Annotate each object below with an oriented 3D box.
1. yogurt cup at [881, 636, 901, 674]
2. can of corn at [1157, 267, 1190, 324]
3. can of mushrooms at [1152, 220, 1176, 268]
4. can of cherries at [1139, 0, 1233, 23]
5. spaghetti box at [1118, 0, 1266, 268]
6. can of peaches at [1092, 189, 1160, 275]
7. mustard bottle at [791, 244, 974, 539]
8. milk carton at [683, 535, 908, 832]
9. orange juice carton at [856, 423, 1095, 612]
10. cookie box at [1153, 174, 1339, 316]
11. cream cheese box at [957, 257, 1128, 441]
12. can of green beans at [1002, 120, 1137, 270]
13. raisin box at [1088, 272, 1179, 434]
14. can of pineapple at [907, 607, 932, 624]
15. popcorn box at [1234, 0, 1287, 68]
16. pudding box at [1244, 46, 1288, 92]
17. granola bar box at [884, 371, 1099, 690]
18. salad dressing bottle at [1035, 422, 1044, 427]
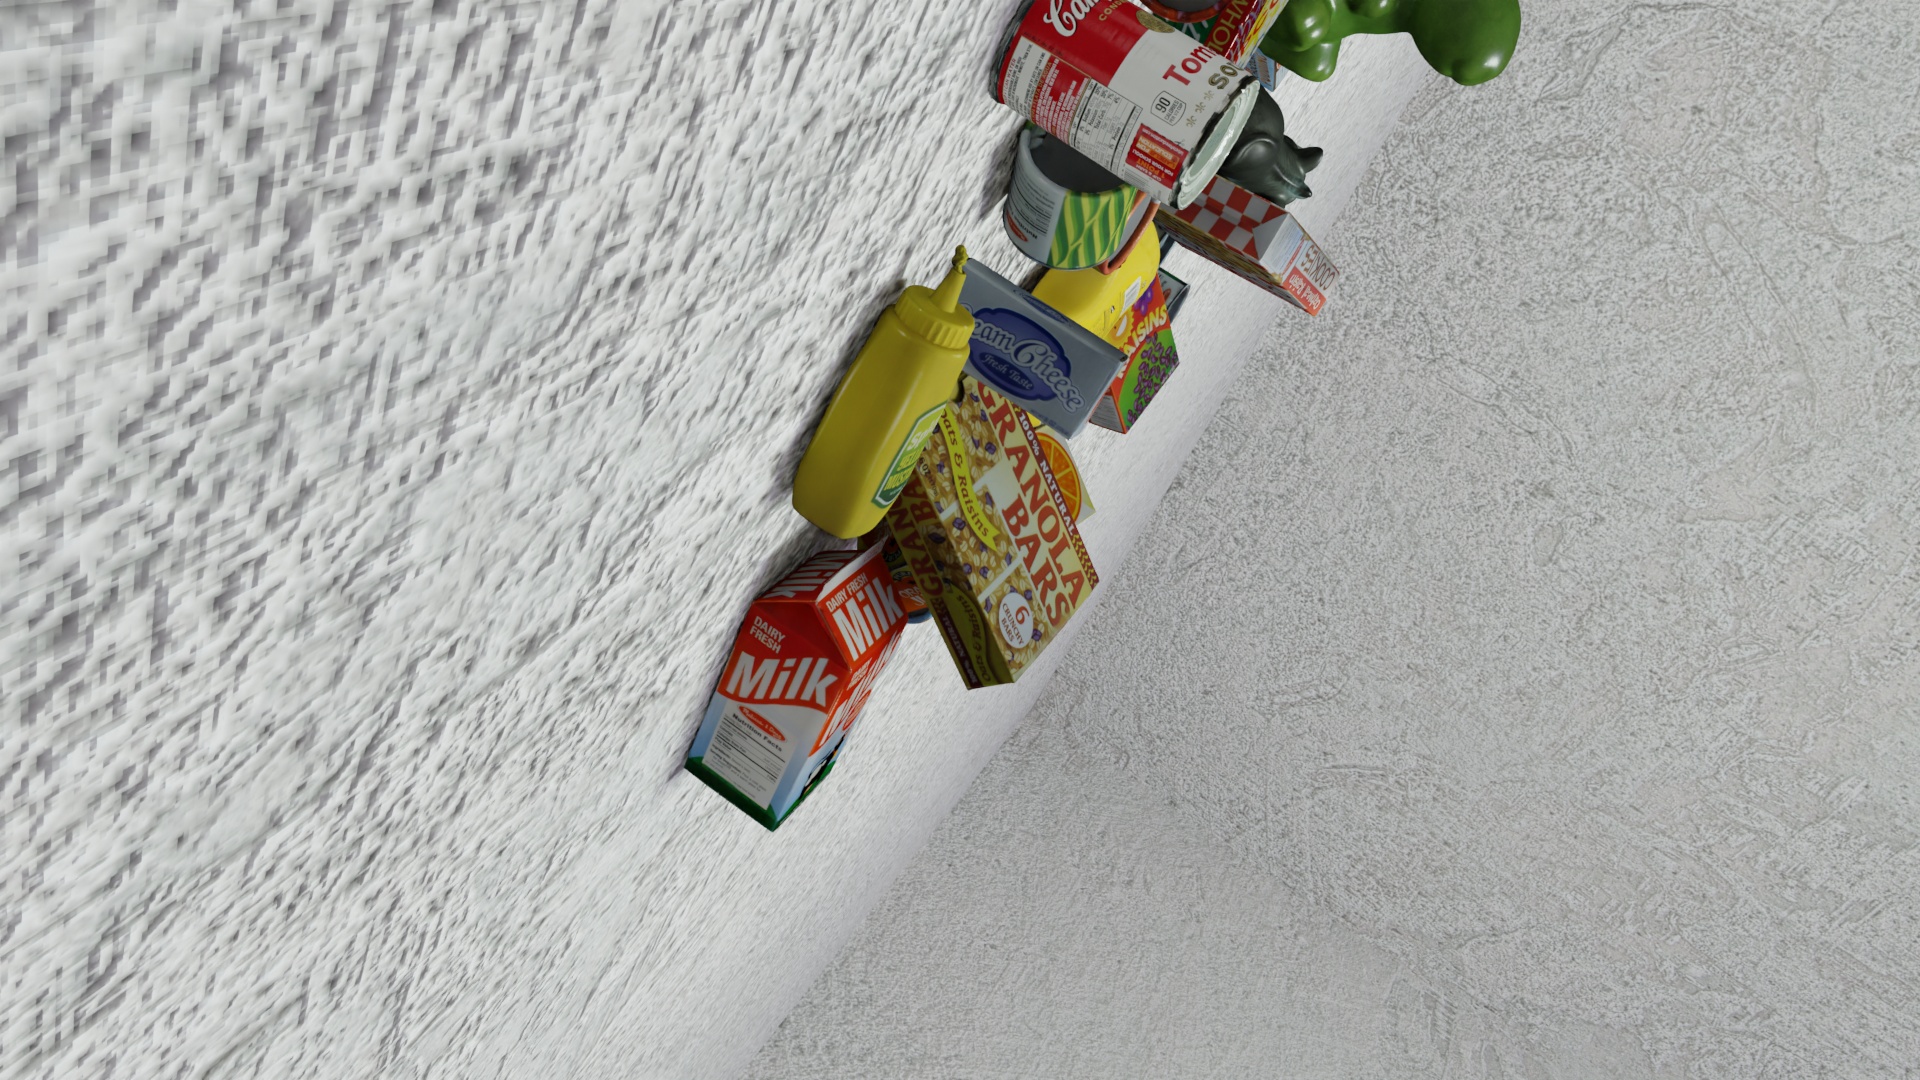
[{"bbox_3d":[-0.077,0.073,0.959,0.072,0.054,0.072,-54,171,-13],"label":"yogurt cup"},{"bbox_3d":[0.146,-0.195,1.140,0.071,0.058,0.071,-54,170,-13],"label":"can of corn"},{"bbox_3d":[0.146,-0.237,1.080,0.071,0.033,0.071,-53,170,-13],"label":"can of mushrooms"},{"bbox_3d":[0.118,-0.287,0.659,0.059,0.071,0.071,-48,168,-37],"label":"can of cherries"},{"bbox_3d":[0.127,-0.275,0.807,0.248,0.050,0.029,-62,170,31],"label":"spaghetti box"},{"bbox_3d":[0.077,-0.194,0.806,0.071,0.058,0.071,-54,170,-14],"label":"can of peaches"},{"bbox_3d":[-0.032,-0.076,0.697,0.159,0.049,0.065,-60,171,27],"label":"mustard bottle"},{"bbox_3d":[-0.094,0.079,0.837,0.073,0.073,0.189,-42,163,-53],"label":"milk carton"},{"bbox_3d":[0.003,-0.011,0.906,0.071,0.073,0.193,-18,-171,39],"label":"orange juice carton"},{"bbox_3d":[0.190,-0.218,0.974,0.040,0.123,0.167,-59,155,10],"label":"cookie box"},{"bbox_3d":[0.033,-0.104,0.755,0.053,0.104,0.024,-59,174,24],"label":"cream cheese box"},{"bbox_3d":[0.059,-0.185,0.724,0.071,0.071,0.057,-51,169,-26],"label":"can of green beans"},{"bbox_3d":[0.120,-0.154,1.056,0.086,0.040,0.123,-51,141,-23],"label":"raisin box"},{"bbox_3d":[-0.029,0.018,0.970,0.058,0.071,0.070,-44,165,-47],"label":"can of pineapple"},{"bbox_3d":[0.173,-0.335,0.865,0.126,0.038,0.085,-57,170,8],"label":"popcorn box"},{"bbox_3d":[0.244,-0.385,1.069,0.049,0.030,0.084,-56,170,6],"label":"pudding box"},{"bbox_3d":[0.014,-0.015,0.823,0.039,0.165,0.125,-13,-160,36],"label":"granola bar box"},{"bbox_3d":[0.081,-0.111,1.149,0.064,0.044,0.146,-41,163,-54],"label":"salad dressing bottle"}]
